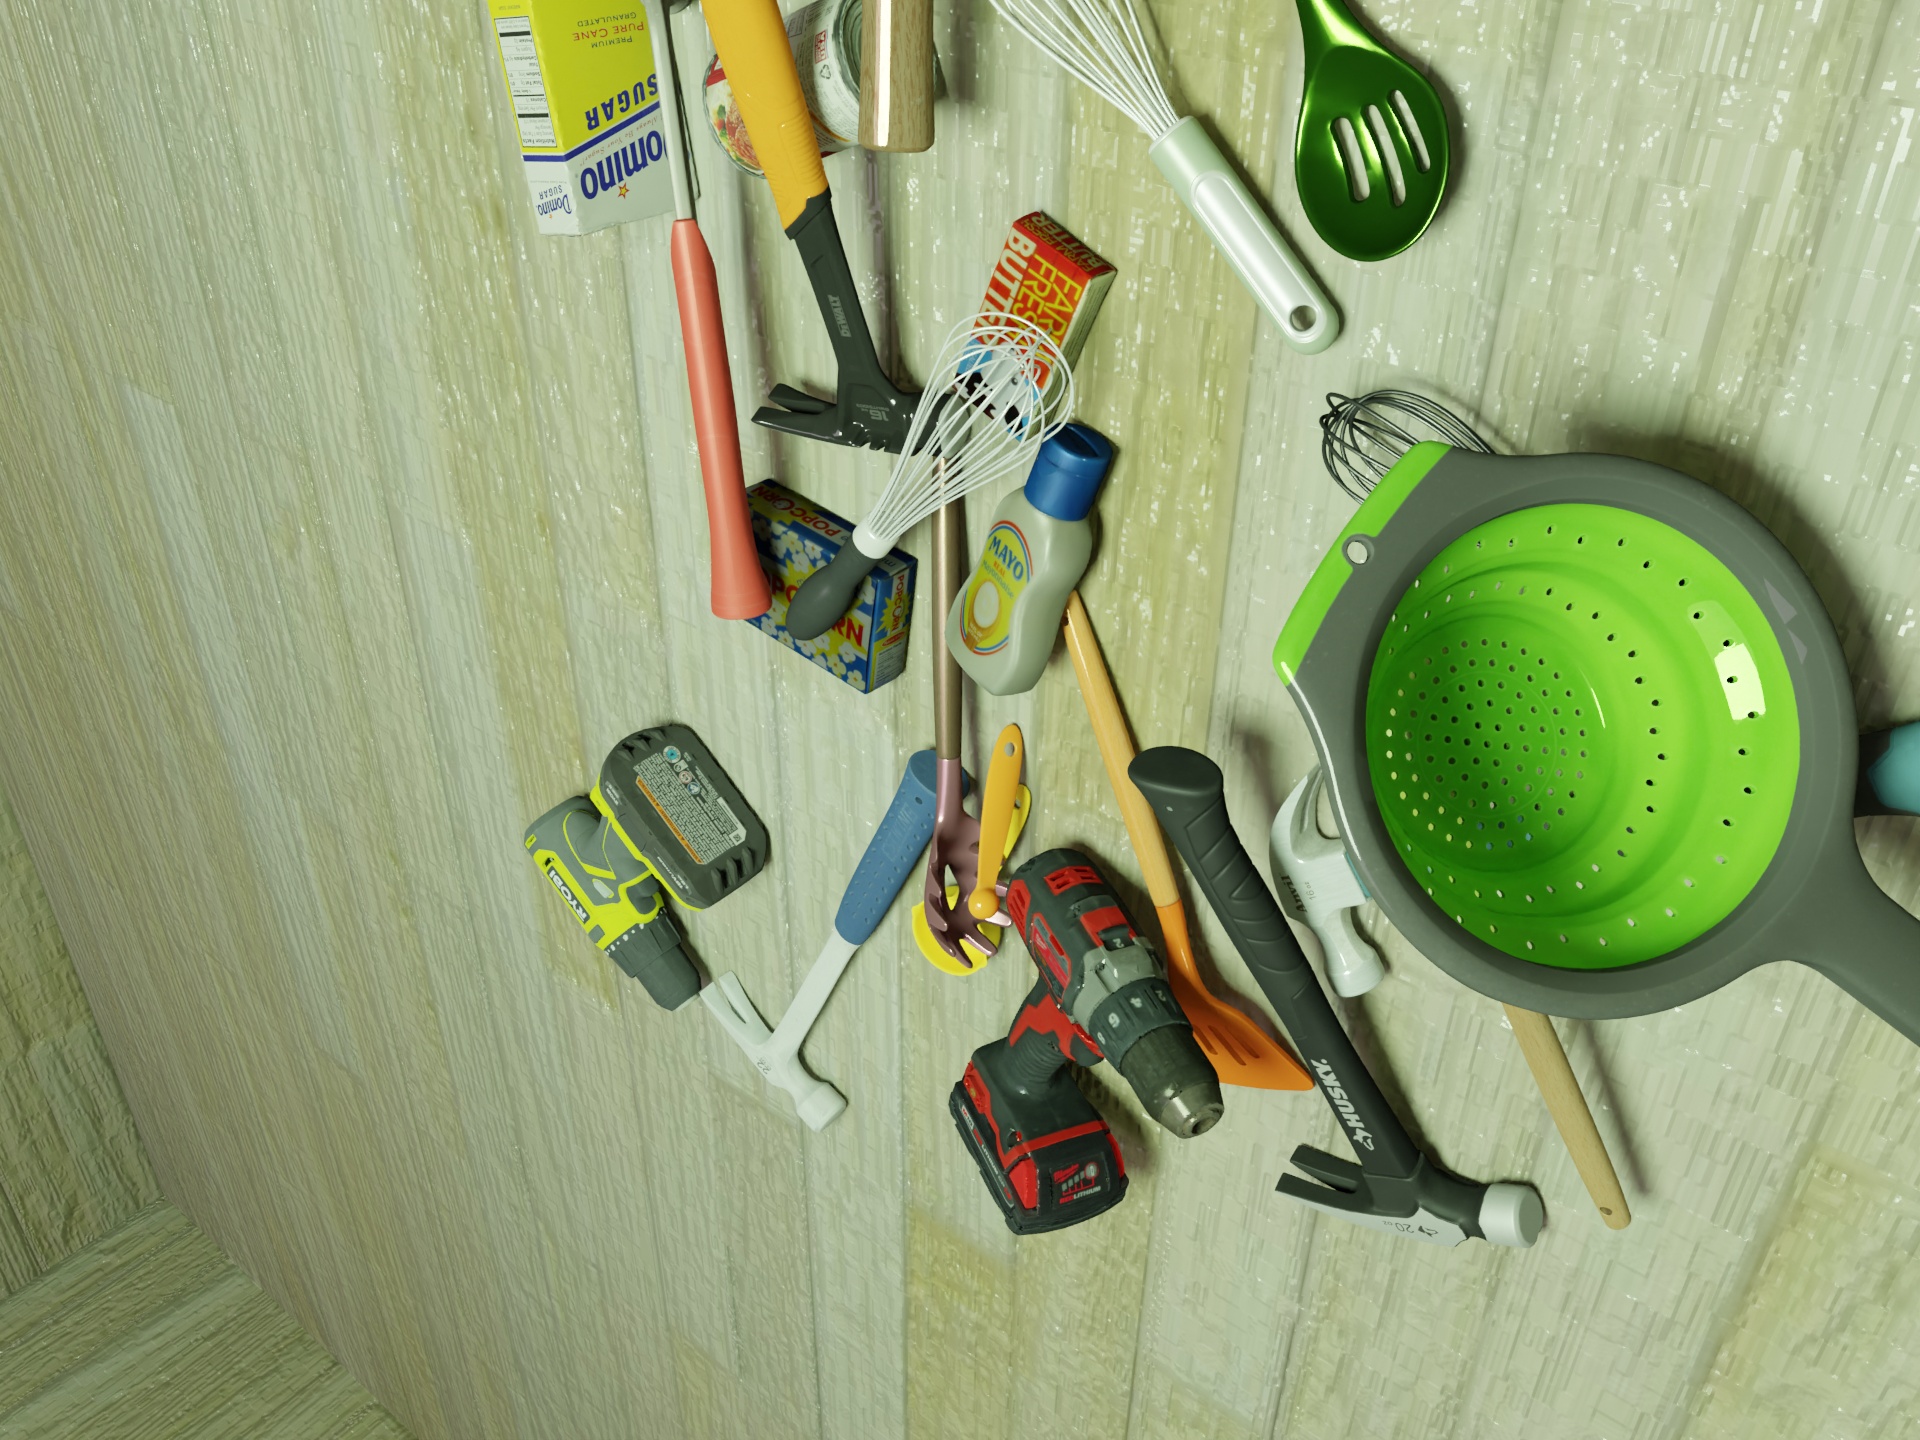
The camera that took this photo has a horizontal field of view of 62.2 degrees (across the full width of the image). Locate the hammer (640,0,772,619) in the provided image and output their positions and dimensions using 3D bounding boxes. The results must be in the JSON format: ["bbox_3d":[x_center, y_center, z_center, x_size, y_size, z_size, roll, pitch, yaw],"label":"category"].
[{"bbox_3d":[-0.141,-0.221,0.861,0.036,0.149,0.358,-5,117,-2],"label":"hammer"}]

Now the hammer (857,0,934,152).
[{"bbox_3d":[-0.027,-0.406,0.650,0.130,0.031,0.331,3,120,1],"label":"hammer"}]

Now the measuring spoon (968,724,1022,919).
[{"bbox_3d":[0.023,0.060,0.938,0.011,0.021,0.117,5,85,63],"label":"measuring spoon"}]

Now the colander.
[{"bbox_3d":[0.288,0.055,0.617,0.397,0.204,0.094,36,173,-4],"label":"colander"}]

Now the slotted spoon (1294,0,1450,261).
[{"bbox_3d":[0.124,-0.335,0.623,0.070,0.031,0.313,-11,106,46],"label":"slotted spoon"}]

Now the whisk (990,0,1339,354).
[{"bbox_3d":[0.087,-0.262,0.692,0.058,0.059,0.246,-36,93,21],"label":"whisk"}]

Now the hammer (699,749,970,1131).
[{"bbox_3d":[-0.087,0.151,1.129,0.144,0.035,0.405,43,137,13],"label":"hammer"}]

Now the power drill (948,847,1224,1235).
[{"bbox_3d":[0.074,0.211,0.941,0.188,0.080,0.226,57,146,40],"label":"power drill"}]

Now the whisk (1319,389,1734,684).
[{"bbox_3d":[0.251,-0.072,0.659,0.239,0.055,0.055,35,135,16],"label":"whisk"}]

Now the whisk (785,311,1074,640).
[{"bbox_3d":[-0.031,-0.117,0.843,0.070,0.070,0.284,52,139,4],"label":"whisk"}]

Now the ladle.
[{"bbox_3d":[0.255,0.106,0.733,0.078,0.062,0.320,-10,117,44],"label":"ladle"}]

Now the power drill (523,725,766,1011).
[{"bbox_3d":[-0.237,0.119,1.221,0.190,0.080,0.228,53,141,4],"label":"power drill"}]

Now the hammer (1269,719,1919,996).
[{"bbox_3d":[0.278,0.051,0.722,0.331,0.033,0.128,-19,102,48],"label":"hammer"}]

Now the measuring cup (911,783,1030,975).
[{"bbox_3d":[0.017,0.097,1.011,0.062,0.029,0.156,35,123,17],"label":"measuring cup"}]

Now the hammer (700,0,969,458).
[{"bbox_3d":[-0.087,-0.268,0.767,0.127,0.034,0.336,13,144,25],"label":"hammer"}]

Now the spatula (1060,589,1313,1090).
[{"bbox_3d":[0.115,0.077,0.902,0.081,0.041,0.322,-8,105,47],"label":"spatula"}]

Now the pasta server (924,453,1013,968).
[{"bbox_3d":[-0.001,-0.003,0.930,0.040,0.060,0.316,19,119,40],"label":"pasta server"}]

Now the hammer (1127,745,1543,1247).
[{"bbox_3d":[0.175,0.150,0.832,0.146,0.035,0.334,-8,122,46],"label":"hammer"}]
